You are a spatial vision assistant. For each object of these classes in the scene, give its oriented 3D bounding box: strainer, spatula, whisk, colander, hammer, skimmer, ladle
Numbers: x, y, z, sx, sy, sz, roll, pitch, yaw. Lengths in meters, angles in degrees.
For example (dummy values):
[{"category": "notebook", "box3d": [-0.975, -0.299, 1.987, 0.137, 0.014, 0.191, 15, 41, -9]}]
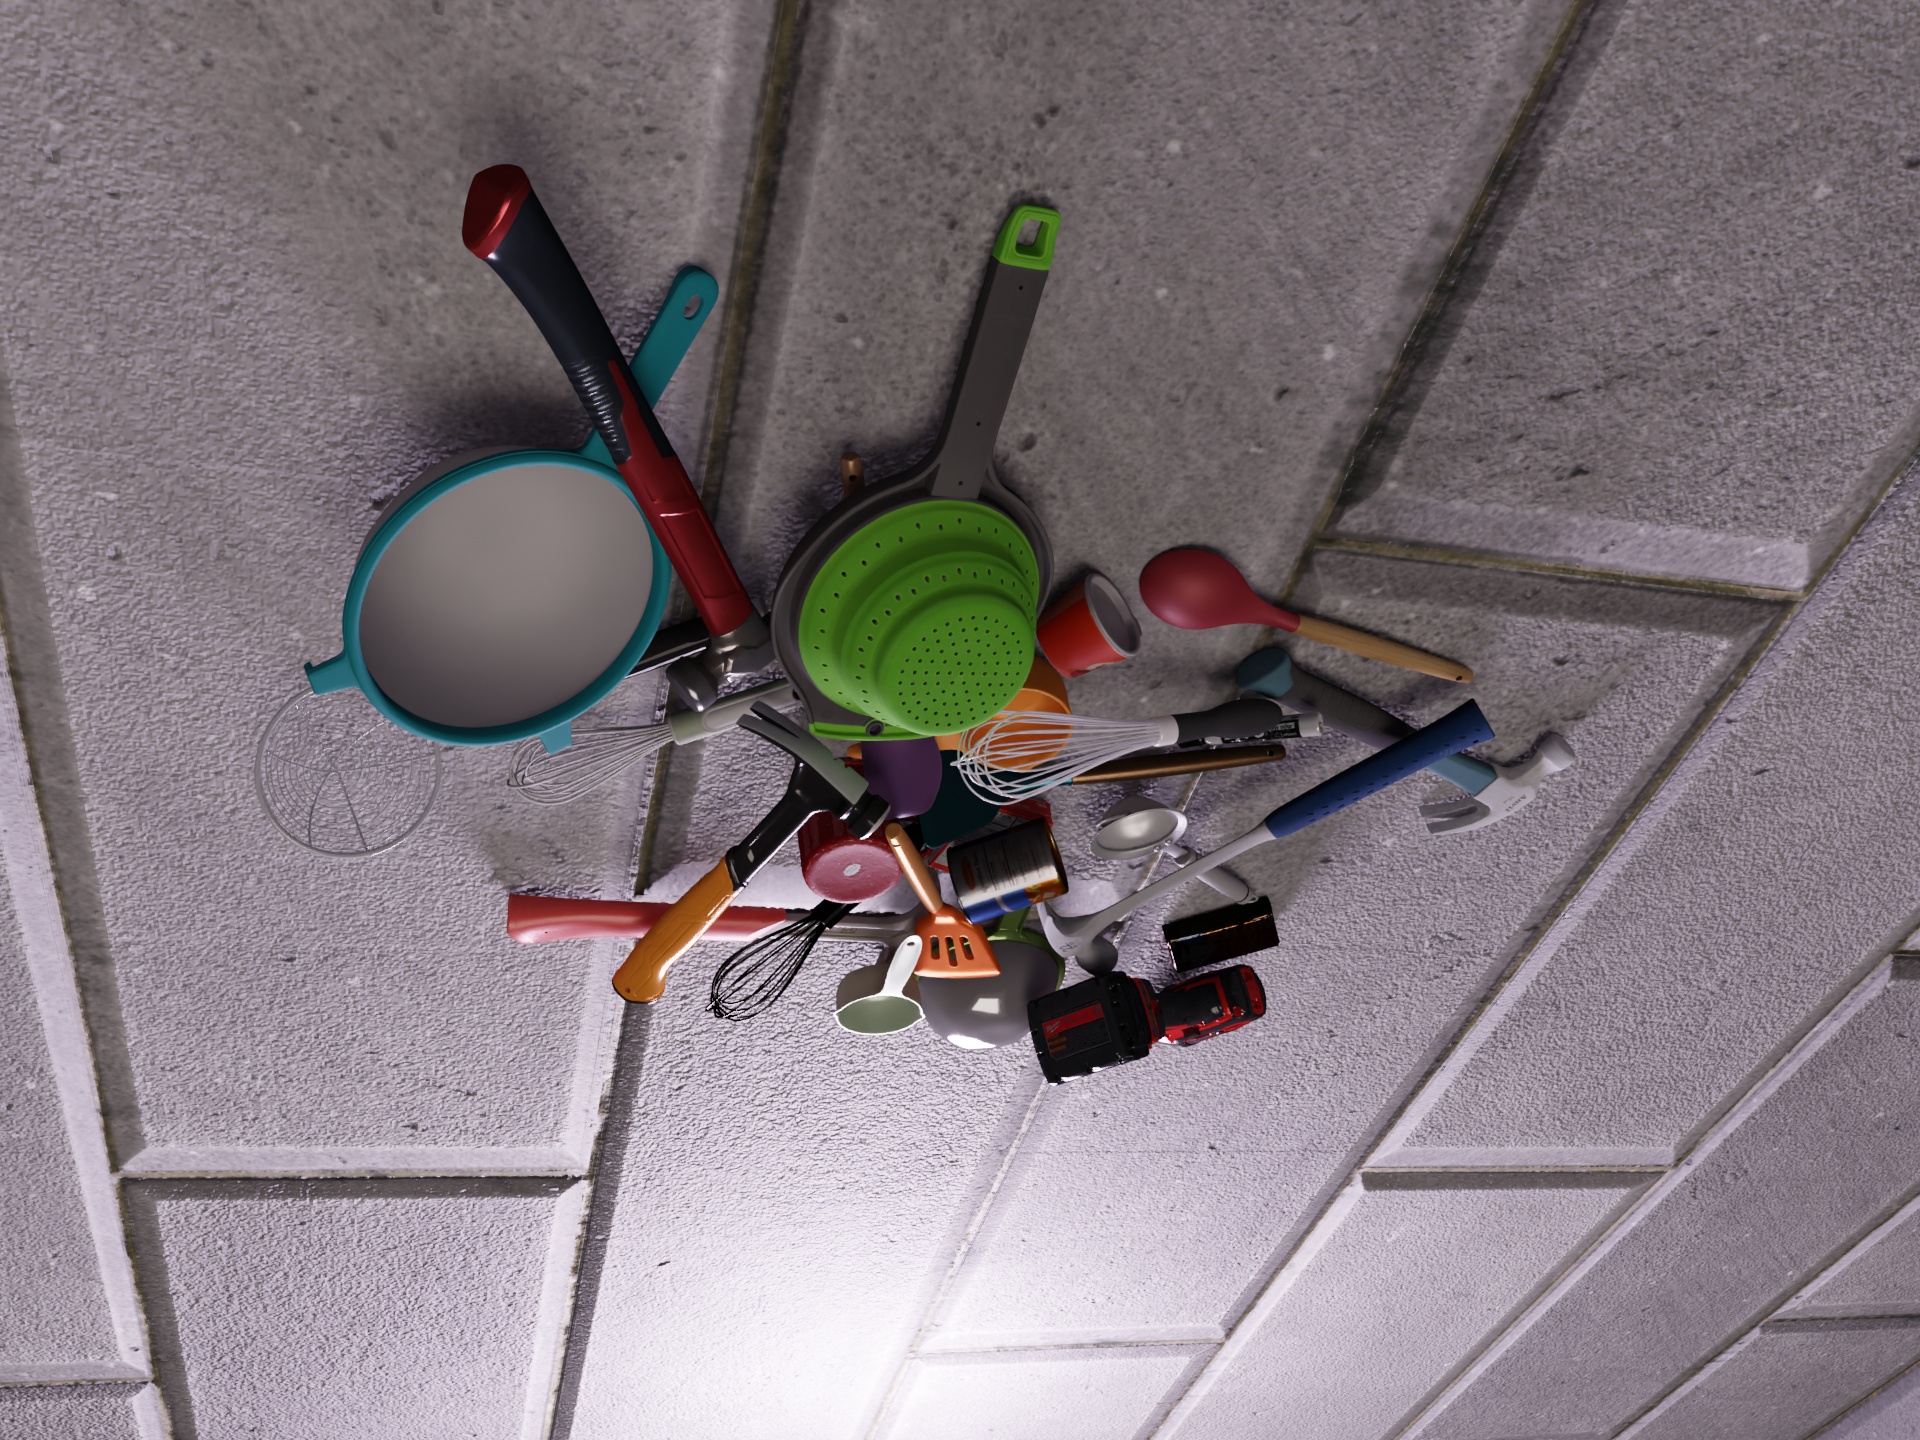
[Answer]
[{"category": "strainer", "box3d": [-0.264, -0.146, 0.999, 0.210, 0.095, 0.340, 20, 108, -49]}, {"category": "strainer", "box3d": [0.041, 0.225, 1.435, 0.151, 0.069, 0.256, 4, 135, -15]}, {"category": "spatula", "box3d": [0.116, 0.043, 1.286, 0.317, 0.082, 0.044, -7, 177, -10]}, {"category": "whisk", "box3d": [-0.221, 0.009, 1.185, 0.246, 0.059, 0.057, -18, 108, 0]}, {"category": "colander", "box3d": [0.005, -0.124, 1.022, 0.204, 0.095, 0.396, 0, 126, -28]}, {"category": "hammer", "box3d": [0.245, 0.093, 1.313, 0.405, 0.035, 0.143, -30, 142, 16]}, {"category": "strainer", "box3d": [0.189, 0.114, 1.379, 0.087, 0.050, 0.258, -31, 138, 26]}, {"category": "hammer", "box3d": [-0.199, 0.167, 1.352, 0.359, 0.037, 0.149, 5, 133, -17]}, {"category": "whisk", "box3d": [-0.115, 0.162, 1.306, 0.239, 0.055, 0.055, -41, 134, -7]}, {"category": "hammer", "box3d": [-0.177, -0.168, 0.953, 0.143, 0.038, 0.385, -41, 143, -16]}, {"category": "spatula", "box3d": [-0.055, -0.050, 1.132, 0.060, 0.018, 0.315, -10, 128, -3]}, {"category": "skimmer", "box3d": [-0.308, -0.010, 1.114, 0.363, 0.090, 0.127, -19, 104, 5]}, {"category": "whisk", "box3d": [0.122, 0.012, 1.183, 0.284, 0.070, 0.070, -8, 138, -26]}, {"category": "hammer", "box3d": [-0.192, 0.123, 1.241, 0.127, 0.034, 0.336, 40, 126, -5]}, {"category": "spatula", "box3d": [-0.025, 0.148, 1.274, 0.081, 0.041, 0.322, -1, 157, 9]}, {"category": "ladle", "box3d": [0.276, -0.069, 1.224, 0.315, 0.031, 0.069, 14, 131, -26]}, {"category": "hammer", "box3d": [0.360, 0.012, 1.316, 0.330, 0.033, 0.128, 23, 125, -30]}]

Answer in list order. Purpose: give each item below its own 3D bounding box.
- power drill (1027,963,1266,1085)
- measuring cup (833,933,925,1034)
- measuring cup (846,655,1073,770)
[{"category": "power drill", "box3d": [0.170, 0.276, 1.467, 0.143, 0.079, 0.219, -29, 159, 38]}, {"category": "measuring cup", "box3d": [-0.061, 0.216, 1.371, 0.083, 0.038, 0.167, 5, 140, -16]}, {"category": "measuring cup", "box3d": [-0.002, -0.004, 1.215, 0.173, 0.052, 0.095, -9, 135, 6]}]
